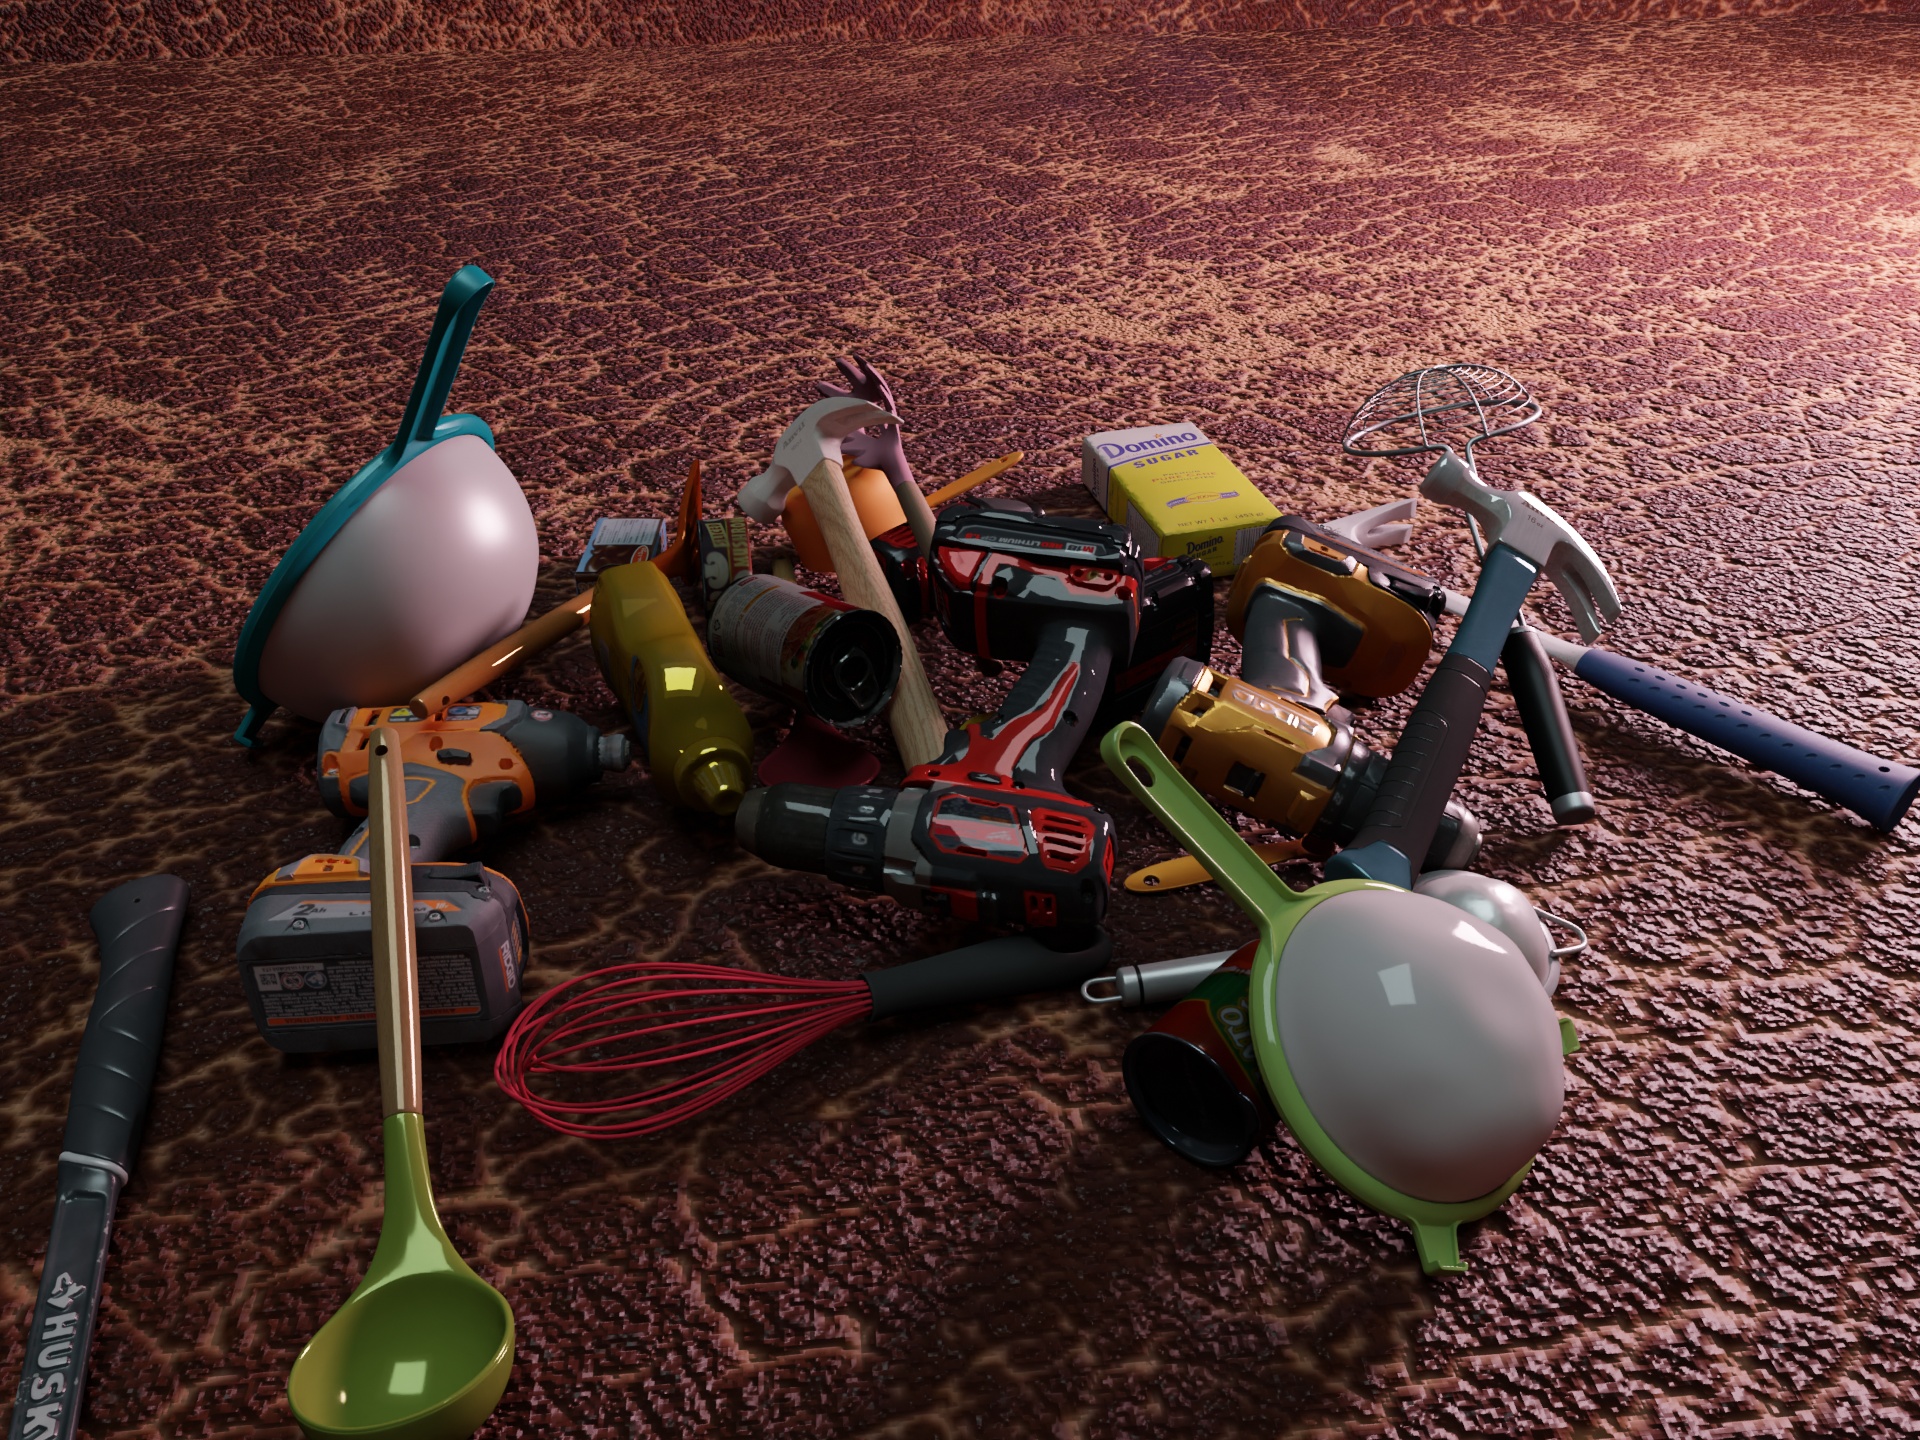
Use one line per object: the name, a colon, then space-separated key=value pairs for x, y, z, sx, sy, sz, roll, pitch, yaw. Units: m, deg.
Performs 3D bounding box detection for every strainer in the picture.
strainer: x=-0.283 y=-0.102 z=0.884 sx=0.095 sy=0.340 sz=0.211 roll=38 pitch=46 yaw=-3
strainer: x=0.185 y=0.112 z=0.765 sx=0.258 sy=0.050 sz=0.087 roll=-8 pitch=49 yaw=-5
strainer: x=0.162 y=0.087 z=0.657 sx=0.256 sy=0.069 sz=0.151 roll=47 pitch=52 yaw=2

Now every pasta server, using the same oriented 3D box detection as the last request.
pasta server: x=-0.033 y=-0.134 z=1.006 sx=0.040 sy=0.060 sz=0.317 roll=23 pitch=29 yaw=-37

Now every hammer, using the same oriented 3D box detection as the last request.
hammer: x=0.260 y=-0.018 z=0.836 sx=0.128 sy=0.033 sz=0.331 roll=32 pitch=52 yaw=5
hammer: x=-0.054 y=-0.076 z=0.965 sx=0.031 sy=0.130 sz=0.332 roll=19 pitch=36 yaw=-41
hammer: x=-0.352 y=0.196 z=0.649 sx=0.149 sy=0.036 sz=0.409 roll=-9 pitch=35 yaw=-14
hammer: x=0.382 y=-0.044 z=0.989 sx=0.144 sy=0.035 sz=0.406 roll=-27 pitch=42 yaw=-33

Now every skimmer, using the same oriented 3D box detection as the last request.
skimmer: x=0.328 y=-0.086 z=0.984 sx=0.127 sy=0.090 sz=0.364 roll=-11 pitch=58 yaw=9

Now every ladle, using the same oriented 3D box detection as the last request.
ladle: x=-0.227 y=0.130 z=0.637 sx=0.078 sy=0.062 sz=0.320 roll=-10 pitch=58 yaw=-10
ladle: x=-0.099 y=-0.032 z=0.987 sx=0.069 sy=0.031 sz=0.316 roll=-4 pitch=33 yaw=-10

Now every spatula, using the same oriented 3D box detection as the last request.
spatula: x=-0.228 y=-0.075 z=0.971 sx=0.041 sy=0.081 sz=0.323 roll=14 pitch=30 yaw=20

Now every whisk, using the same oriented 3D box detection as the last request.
whisk: x=-0.061 y=0.131 z=0.725 sx=0.295 sy=0.073 sz=0.073 roll=-9 pitch=35 yaw=-23

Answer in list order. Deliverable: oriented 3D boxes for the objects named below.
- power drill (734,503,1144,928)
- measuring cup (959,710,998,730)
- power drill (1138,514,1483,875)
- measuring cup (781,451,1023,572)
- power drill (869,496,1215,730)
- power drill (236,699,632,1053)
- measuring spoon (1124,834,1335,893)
power drill: x=-0.001 y=-0.003 z=0.823 sx=0.188 sy=0.080 sz=0.227 roll=8 pitch=55 yaw=11
measuring cup: x=0.031 y=0.044 z=0.870 sx=0.062 sy=0.029 sz=0.157 roll=-6 pitch=33 yaw=-7
power drill: x=0.213 y=-0.013 z=0.895 sx=0.185 sy=0.084 sz=0.226 roll=26 pitch=39 yaw=9
measuring cup: x=-0.044 y=-0.166 z=1.103 sx=0.173 sy=0.052 sz=0.095 roll=-25 pitch=30 yaw=8
power drill: x=0.052 y=-0.085 z=1.023 sx=0.143 sy=0.078 sz=0.220 roll=-26 pitch=39 yaw=-32
power drill: x=-0.257 y=0.062 z=0.806 sx=0.164 sy=0.084 sz=0.227 roll=-3 pitch=31 yaw=-4
measuring spoon: x=0.142 y=0.078 z=0.840 sx=0.117 sy=0.011 sz=0.021 roll=-11 pitch=38 yaw=-9
